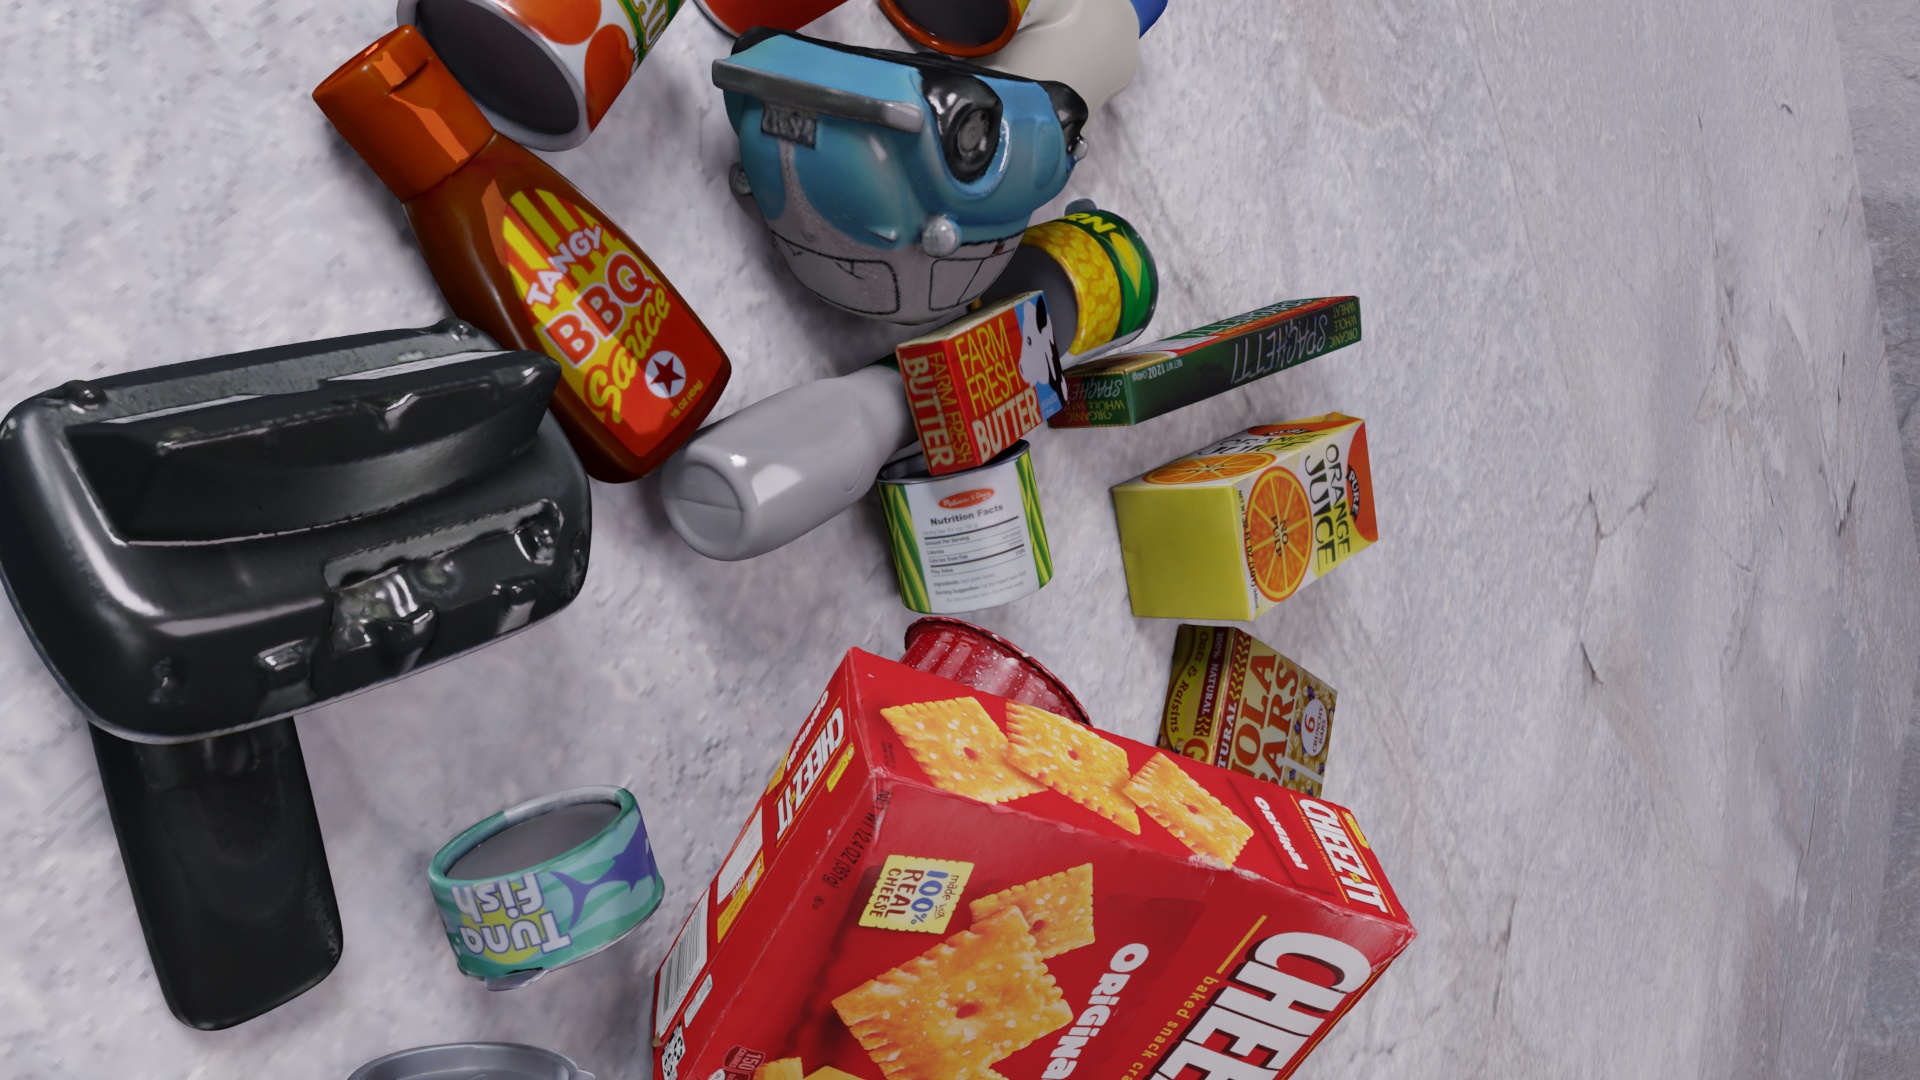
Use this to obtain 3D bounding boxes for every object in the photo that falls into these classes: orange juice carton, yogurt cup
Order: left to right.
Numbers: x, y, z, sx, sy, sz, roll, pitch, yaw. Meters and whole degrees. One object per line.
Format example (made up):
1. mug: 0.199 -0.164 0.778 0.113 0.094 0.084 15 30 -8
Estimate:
1. yogurt cup: -0.064 -0.225 0.517 0.072 0.054 0.072 -1 91 -48
2. orange juice carton: 0.170 -0.019 0.759 0.193 0.073 0.071 -23 106 -46

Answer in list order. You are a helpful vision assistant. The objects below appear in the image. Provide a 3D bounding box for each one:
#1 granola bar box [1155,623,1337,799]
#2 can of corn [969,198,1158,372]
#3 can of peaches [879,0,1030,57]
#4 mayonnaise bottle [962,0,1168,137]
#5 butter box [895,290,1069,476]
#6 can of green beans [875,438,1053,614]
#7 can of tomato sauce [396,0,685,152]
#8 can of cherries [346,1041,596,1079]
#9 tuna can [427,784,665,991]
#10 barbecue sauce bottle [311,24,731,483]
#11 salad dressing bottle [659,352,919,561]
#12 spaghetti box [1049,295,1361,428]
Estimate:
1. granola bar box: 0.152 0.143 0.763 0.124 0.039 0.166 30 68 -43
2. can of corn: 0.045 -0.114 0.628 0.058 0.071 0.071 -28 110 -44
3. can of peaches: 0.004 -0.246 0.584 0.071 0.071 0.058 42 60 -39
4. mayonnaise bottle: 0.053 -0.229 0.657 0.149 0.041 0.064 -53 127 -35
5. butter box: 0.011 -0.066 0.563 0.104 0.024 0.053 -40 117 -59
6. can of green beans: 0.002 -0.007 0.579 0.071 0.071 0.057 -26 110 -45
7. can of tomato sauce: -0.124 -0.175 0.439 0.071 0.071 0.083 46 59 -38
8. can of cherries: -0.146 0.188 0.411 0.071 0.071 0.058 8 84 -48
9. tuna can: -0.129 0.106 0.431 0.071 0.071 0.032 -27 109 -44
10. barbecue sauce bottle: -0.138 -0.089 0.442 0.148 0.043 0.065 54 55 -32
11. salad dressing bottle: -0.049 -0.040 0.530 0.148 0.064 0.043 -36 128 -50
12. spaghetti box: 0.139 -0.099 0.743 0.251 0.050 0.028 -22 108 -46
